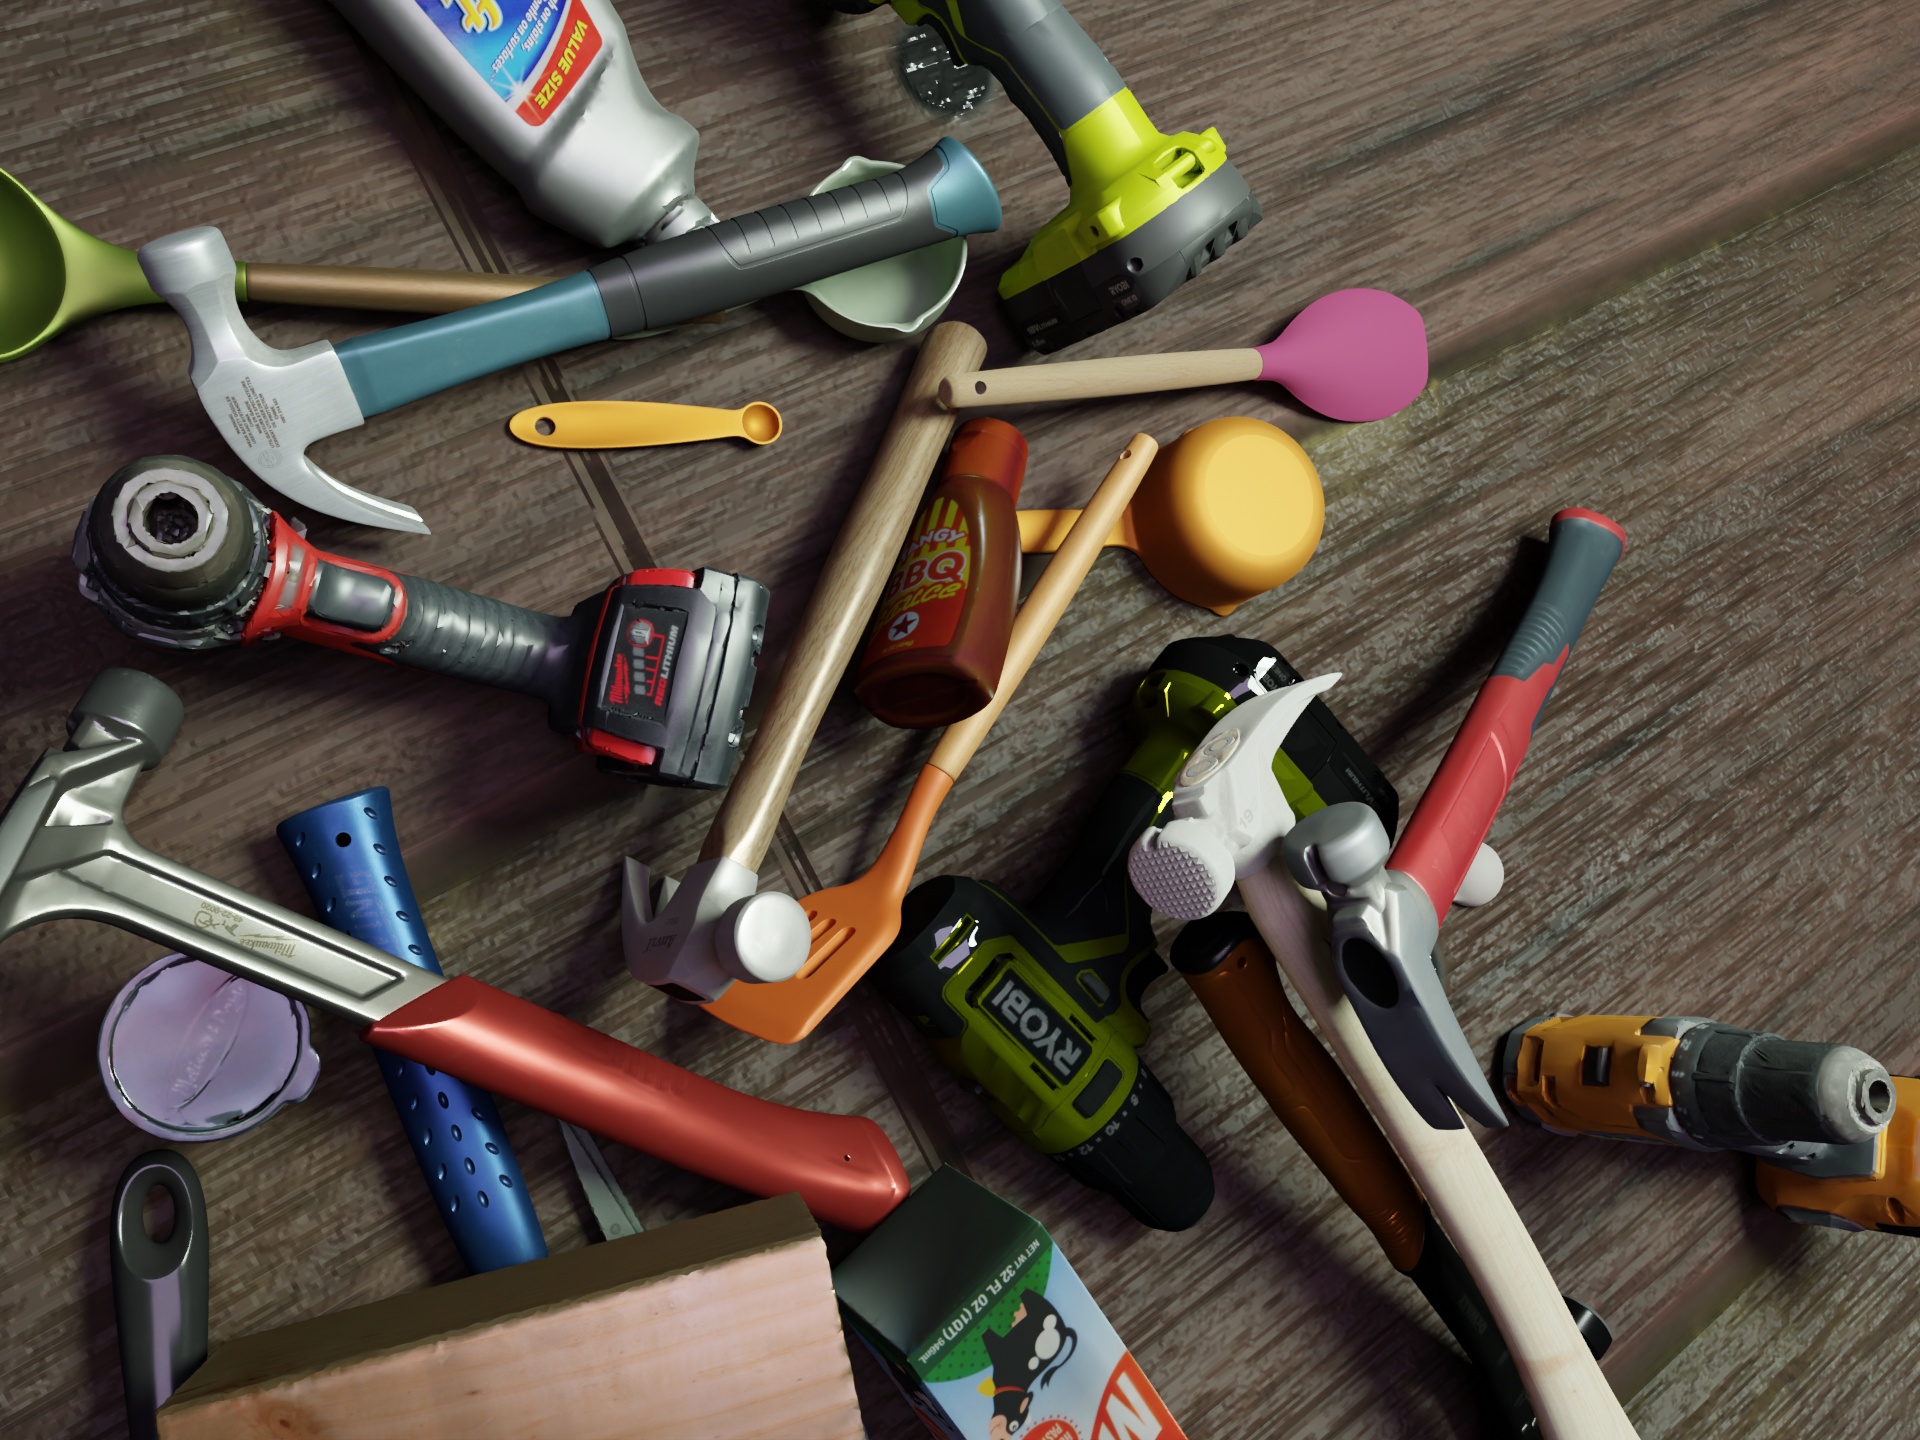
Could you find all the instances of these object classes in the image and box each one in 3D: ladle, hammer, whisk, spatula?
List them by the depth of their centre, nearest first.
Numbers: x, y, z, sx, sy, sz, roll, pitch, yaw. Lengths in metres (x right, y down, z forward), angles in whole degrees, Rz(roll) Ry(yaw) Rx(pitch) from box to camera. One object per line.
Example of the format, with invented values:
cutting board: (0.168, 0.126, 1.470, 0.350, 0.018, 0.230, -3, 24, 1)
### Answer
whisk: (-0.269, 0.298, 0.541, 0.073, 0.073, 0.296, -3, 77, -23)
hammer: (-0.165, 0.124, 0.568, 0.358, 0.036, 0.149, 33, 46, -29)
hammer: (-0.168, 0.222, 0.596, 0.144, 0.035, 0.405, -22, 88, -13)
ladle: (-0.247, -0.171, 0.614, 0.320, 0.062, 0.078, -2, 92, -21)
hammer: (-0.133, -0.172, 0.637, 0.331, 0.033, 0.128, -23, 121, -18)
hammer: (-0.055, -0.037, 0.660, 0.031, 0.130, 0.331, 35, 59, -26)
hammer: (0.207, 0.177, 0.676, 0.146, 0.038, 0.410, -45, 110, -44)
spatula: (-0.001, -0.002, 0.683, 0.041, 0.081, 0.323, 46, 69, -40)
hammer: (0.184, 0.218, 0.706, 0.127, 0.034, 0.336, -44, 113, -22)
hammer: (0.255, 0.012, 0.731, 0.386, 0.038, 0.143, -45, 111, -45)

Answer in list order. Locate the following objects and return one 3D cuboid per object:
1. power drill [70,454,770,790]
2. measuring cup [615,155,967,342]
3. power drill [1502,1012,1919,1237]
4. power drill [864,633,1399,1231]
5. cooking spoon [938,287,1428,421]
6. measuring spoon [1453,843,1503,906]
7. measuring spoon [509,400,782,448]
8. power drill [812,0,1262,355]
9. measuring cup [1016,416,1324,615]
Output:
power drill: (-0.187, -0.037, 0.558, 0.226, 0.188, 0.080, 14, 83, -23)
measuring cup: (-0.079, -0.194, 0.712, 0.167, 0.038, 0.083, -18, 87, -7)
power drill: (0.407, 0.192, 0.764, 0.226, 0.185, 0.084, 20, 73, -21)
power drill: (0.091, 0.093, 0.708, 0.190, 0.080, 0.228, 47, 70, -14)
cooking spoon: (0.123, -0.170, 0.766, 0.319, 0.017, 0.068, -13, 100, -33)
measuring spoon: (0.226, 0.094, 0.793, 0.124, 0.018, 0.034, -23, 91, -23)
measuring spoon: (-0.135, -0.127, 0.688, 0.117, 0.011, 0.021, -5, 83, -19)
power drill: (0.020, -0.282, 0.698, 0.080, 0.171, 0.223, -41, 106, -21)
measuring cup: (0.093, -0.098, 0.750, 0.173, 0.052, 0.095, -6, 84, -23)
